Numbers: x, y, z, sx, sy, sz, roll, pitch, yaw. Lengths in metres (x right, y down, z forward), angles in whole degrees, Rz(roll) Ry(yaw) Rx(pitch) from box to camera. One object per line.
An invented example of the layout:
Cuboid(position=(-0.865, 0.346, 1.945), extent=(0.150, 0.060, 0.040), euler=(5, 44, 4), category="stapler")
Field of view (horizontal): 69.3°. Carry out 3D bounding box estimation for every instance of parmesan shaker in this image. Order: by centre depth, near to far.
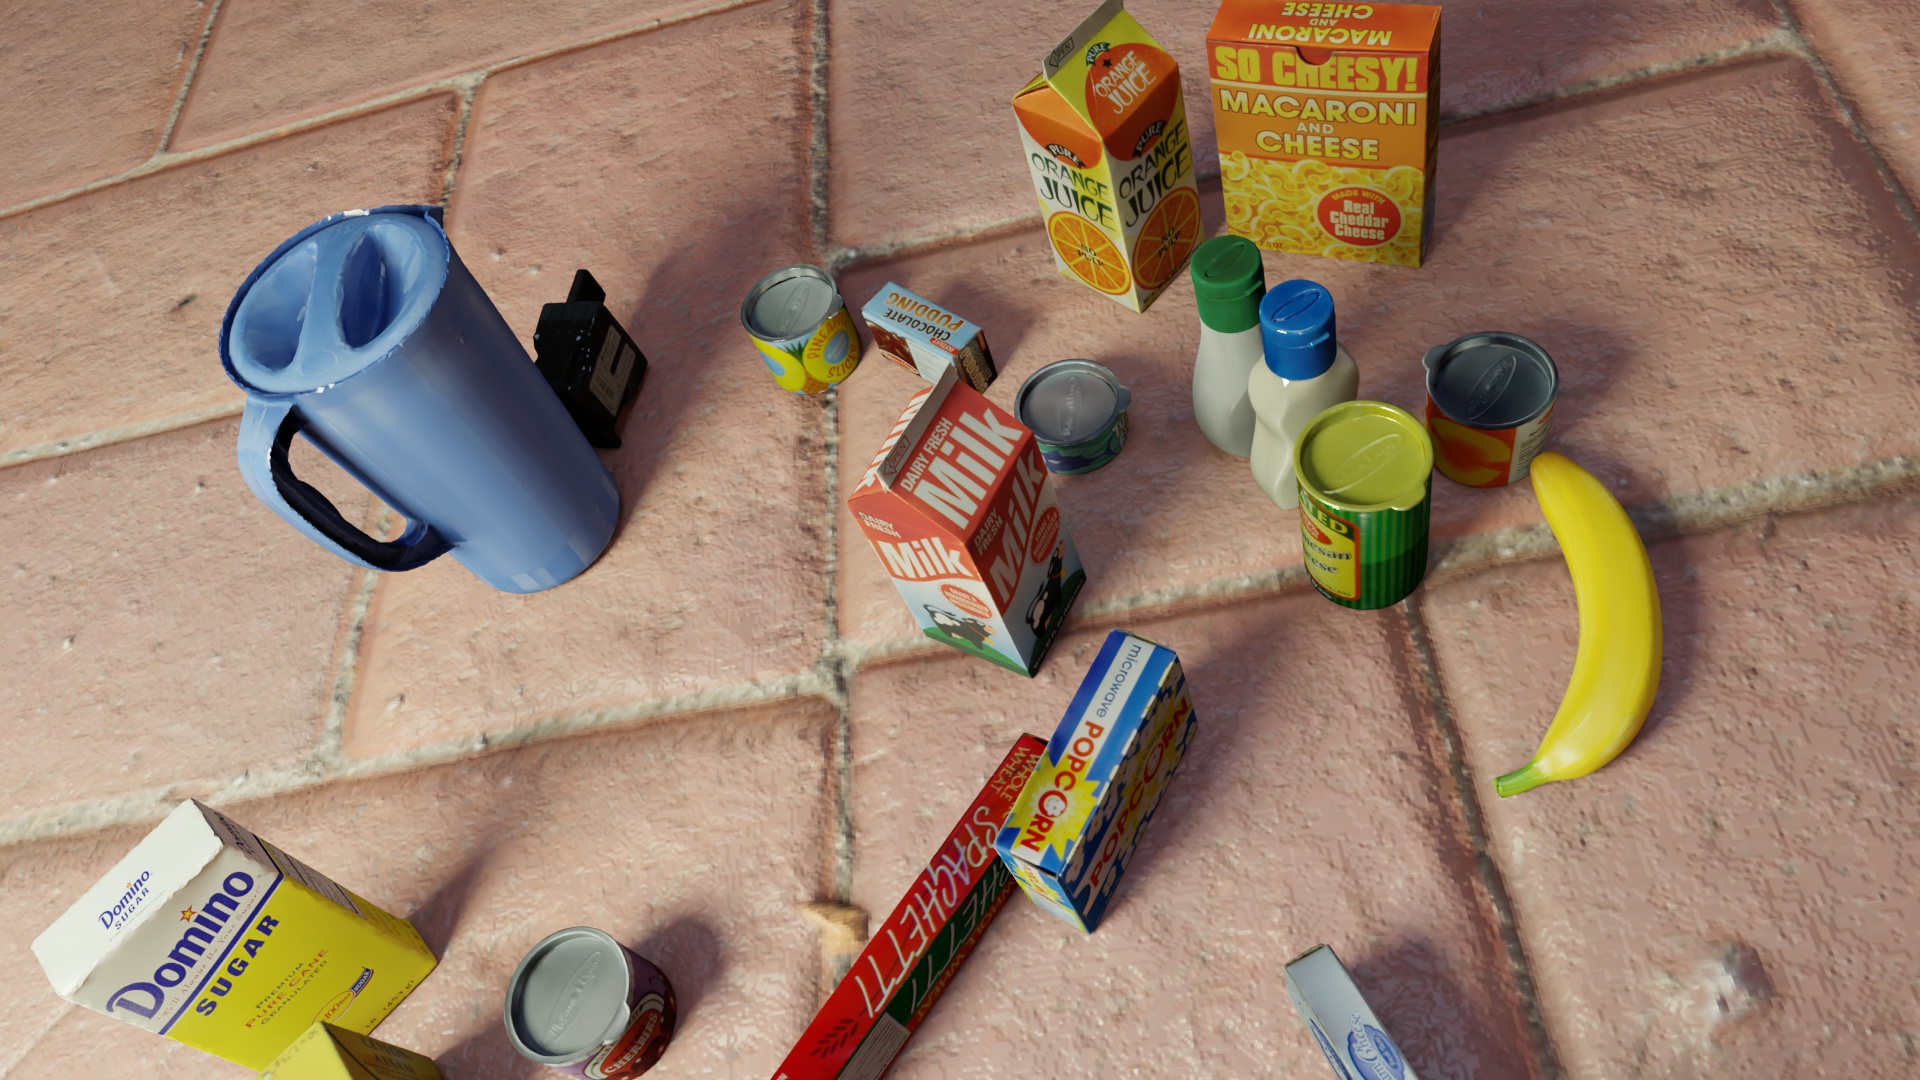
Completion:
Cuboid(position=(0.210, -0.014, 0.716), extent=(0.071, 0.102, 0.071), euler=(-8, 56, 12), category="parmesan shaker")

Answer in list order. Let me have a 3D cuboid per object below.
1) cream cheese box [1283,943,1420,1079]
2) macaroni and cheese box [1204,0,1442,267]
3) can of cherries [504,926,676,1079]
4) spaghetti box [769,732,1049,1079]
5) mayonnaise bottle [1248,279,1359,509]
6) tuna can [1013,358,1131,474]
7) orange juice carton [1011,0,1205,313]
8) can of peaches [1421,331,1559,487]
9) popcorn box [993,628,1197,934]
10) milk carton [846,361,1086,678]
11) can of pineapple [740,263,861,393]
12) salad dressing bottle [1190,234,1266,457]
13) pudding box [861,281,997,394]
Cuboid(position=(0.178, 0.229, 0.597), extent=(0.024, 0.053, 0.104), euler=(-29, 54, -3), category="cream cheese box")
Cuboid(position=(0.217, -0.237, 0.822), extent=(0.124, 0.165, 0.040), euler=(12, 62, 23), category="macaroni and cheese box")
Cuboid(position=(-0.183, 0.236, 0.697), extent=(0.071, 0.058, 0.072), euler=(-8, 56, 12), category="can of cherries")
Cuboid(position=(-0.023, 0.204, 0.676), extent=(0.029, 0.050, 0.251), euler=(28, 69, 30), category="spaghetti box")
Cuboid(position=(0.182, -0.077, 0.738), extent=(0.065, 0.147, 0.041), euler=(-32, 55, -5), category="mayonnaise bottle")
Cuboid(position=(0.070, -0.075, 0.841), extent=(0.071, 0.032, 0.071), euler=(-8, 56, 12), category="tuna can")
Cuboid(position=(0.090, -0.236, 0.842), extent=(0.073, 0.192, 0.072), euler=(34, 73, 31), category="orange juice carton")
Cuboid(position=(0.286, -0.072, 0.759), extent=(0.071, 0.057, 0.071), euler=(-8, 56, 12), category="can of peaches")
Cuboid(position=(0.070, 0.118, 0.683), extent=(0.038, 0.085, 0.127), euler=(20, 66, 27), category="popcorn box")
Cuboid(position=(0.003, -0.009, 0.721), extent=(0.073, 0.189, 0.072), euler=(20, 66, 27), category="milk carton")
Cuboid(position=(-0.103, -0.139, 0.919), extent=(0.071, 0.057, 0.071), euler=(-8, 56, 12), category="can of pineapple")
Cuboid(position=(0.154, -0.105, 0.765), extent=(0.064, 0.147, 0.044), euler=(-42, 56, -12), category="salad dressing bottle")
Cuboid(position=(-0.020, -0.127, 0.892), extent=(0.084, 0.049, 0.030), euler=(31, 71, 31), category="pudding box")
